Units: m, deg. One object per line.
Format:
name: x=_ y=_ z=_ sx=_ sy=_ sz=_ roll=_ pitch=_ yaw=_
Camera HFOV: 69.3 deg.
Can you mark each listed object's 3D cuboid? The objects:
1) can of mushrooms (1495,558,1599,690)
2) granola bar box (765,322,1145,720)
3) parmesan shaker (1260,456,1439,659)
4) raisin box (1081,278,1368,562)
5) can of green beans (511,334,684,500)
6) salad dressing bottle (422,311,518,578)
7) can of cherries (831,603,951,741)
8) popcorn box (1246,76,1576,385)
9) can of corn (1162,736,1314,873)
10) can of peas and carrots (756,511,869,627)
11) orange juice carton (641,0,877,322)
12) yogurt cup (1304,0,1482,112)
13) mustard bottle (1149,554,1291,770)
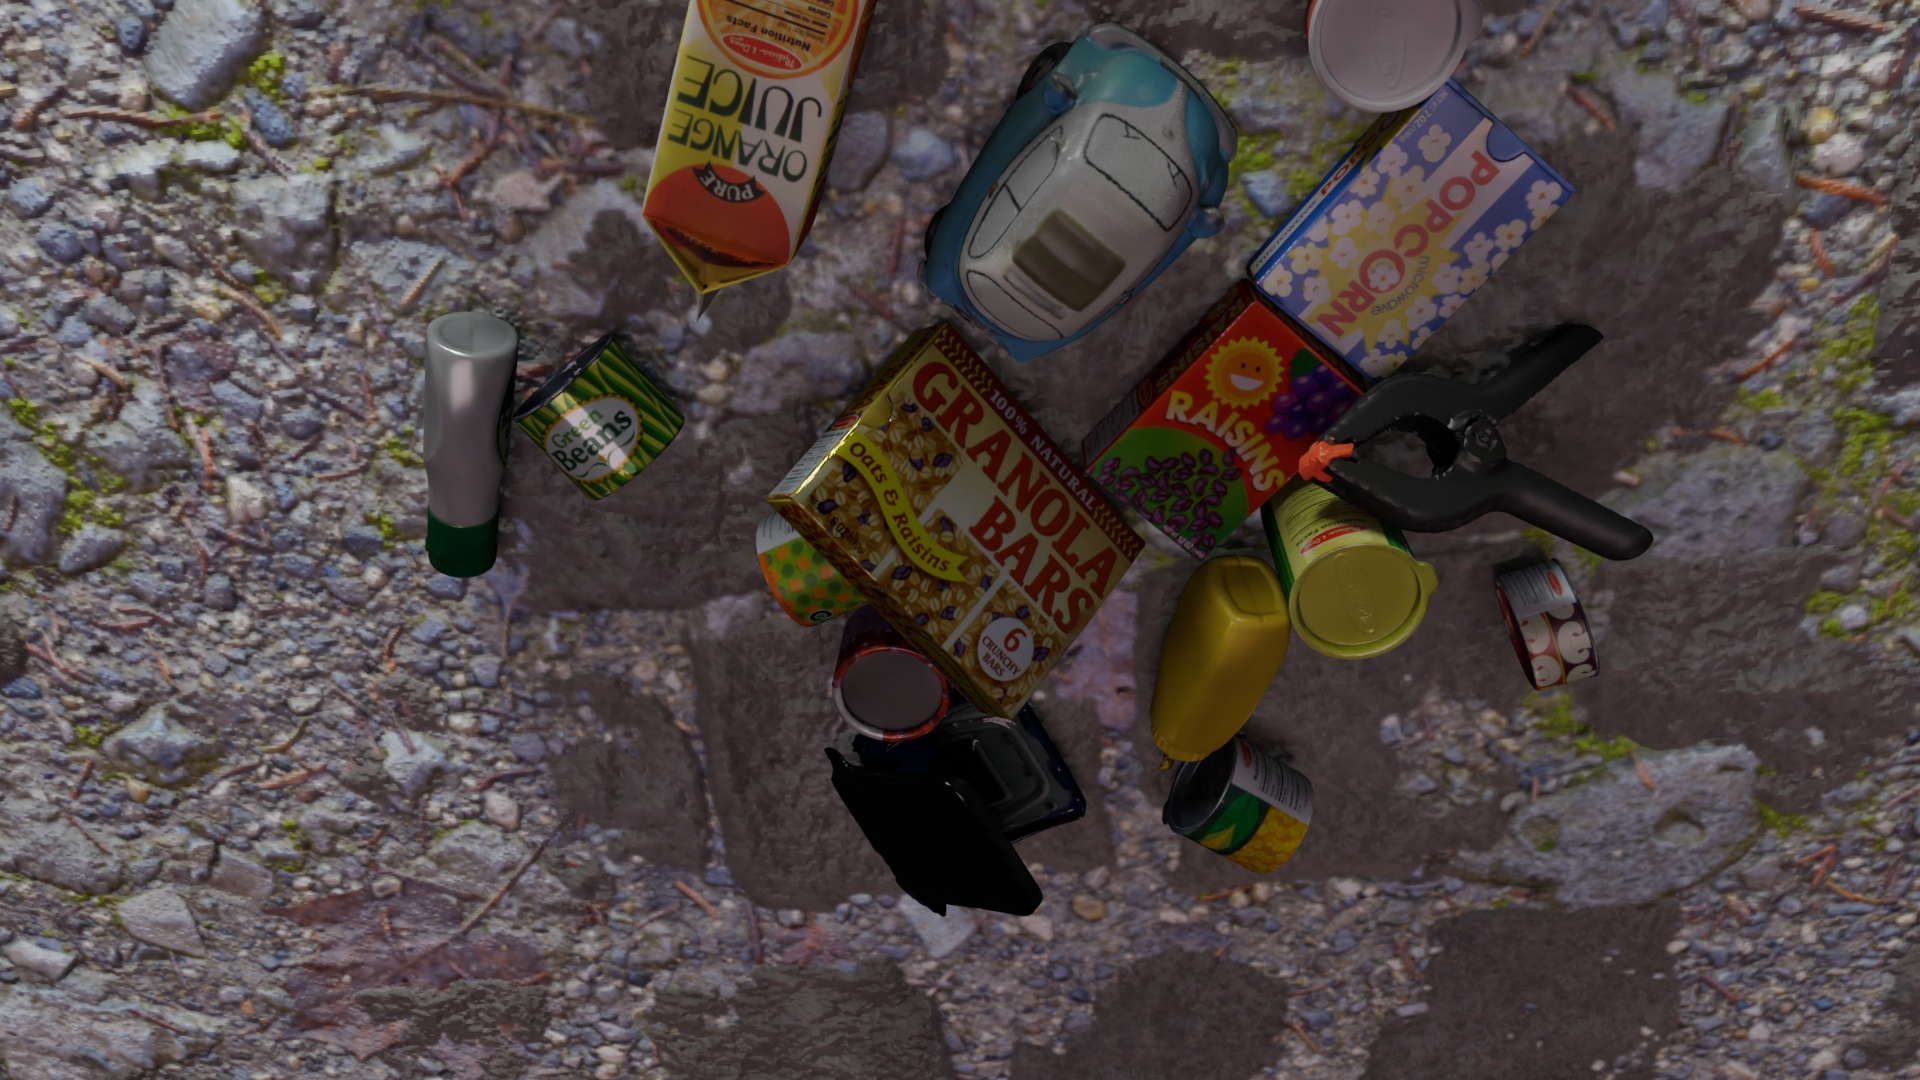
can of mushrooms: x=0.316 y=0.048 z=0.748 sx=0.033 sy=0.071 sz=0.070 roll=-19 pitch=116 yaw=13
granola bar box: x=0.003 y=-0.009 z=0.709 sx=0.165 sy=0.039 sz=0.124 roll=46 pitch=69 yaw=-20
parmesan shaker: x=0.196 y=0.004 z=0.710 sx=0.071 sy=0.103 sz=0.071 roll=1 pitch=119 yaw=3
raisin box: x=0.135 y=-0.060 z=0.715 sx=0.086 sy=0.040 sz=0.123 roll=37 pitch=115 yaw=-16
can of green beans: x=-0.185 y=-0.063 z=0.713 sx=0.071 sy=0.071 sz=0.057 roll=-33 pitch=112 yaw=18
salad dressing bottle: x=-0.260 y=-0.047 z=0.731 sx=0.044 sy=0.064 sz=0.146 roll=3 pitch=129 yaw=-20
can of cherries: x=-0.035 y=0.069 z=0.781 sx=0.071 sy=0.059 sz=0.071 roll=1 pitch=119 yaw=3
popcorn box: x=0.212 y=-0.148 z=0.665 sx=0.085 sy=0.038 sz=0.126 roll=35 pitch=114 yaw=-14
can of corn: x=0.162 y=0.155 z=0.813 sx=0.058 sy=0.071 sz=0.071 roll=29 pitch=116 yaw=-13
can of peas and carrots: x=-0.067 y=0.009 z=0.745 sx=0.058 sy=0.071 sz=0.070 roll=-23 pitch=115 yaw=15
orange juice carton: x=-0.091 y=-0.196 z=0.634 sx=0.073 sy=0.072 sz=0.191 roll=17 pitch=117 yaw=-6
yogurt cup: x=0.184 y=-0.229 z=0.614 sx=0.072 sy=0.054 sz=0.072 roll=1 pitch=118 yaw=2
mustard bottle: x=0.137 y=0.079 z=0.775 sx=0.049 sy=0.065 sz=0.159 roll=1 pitch=137 yaw=-12
